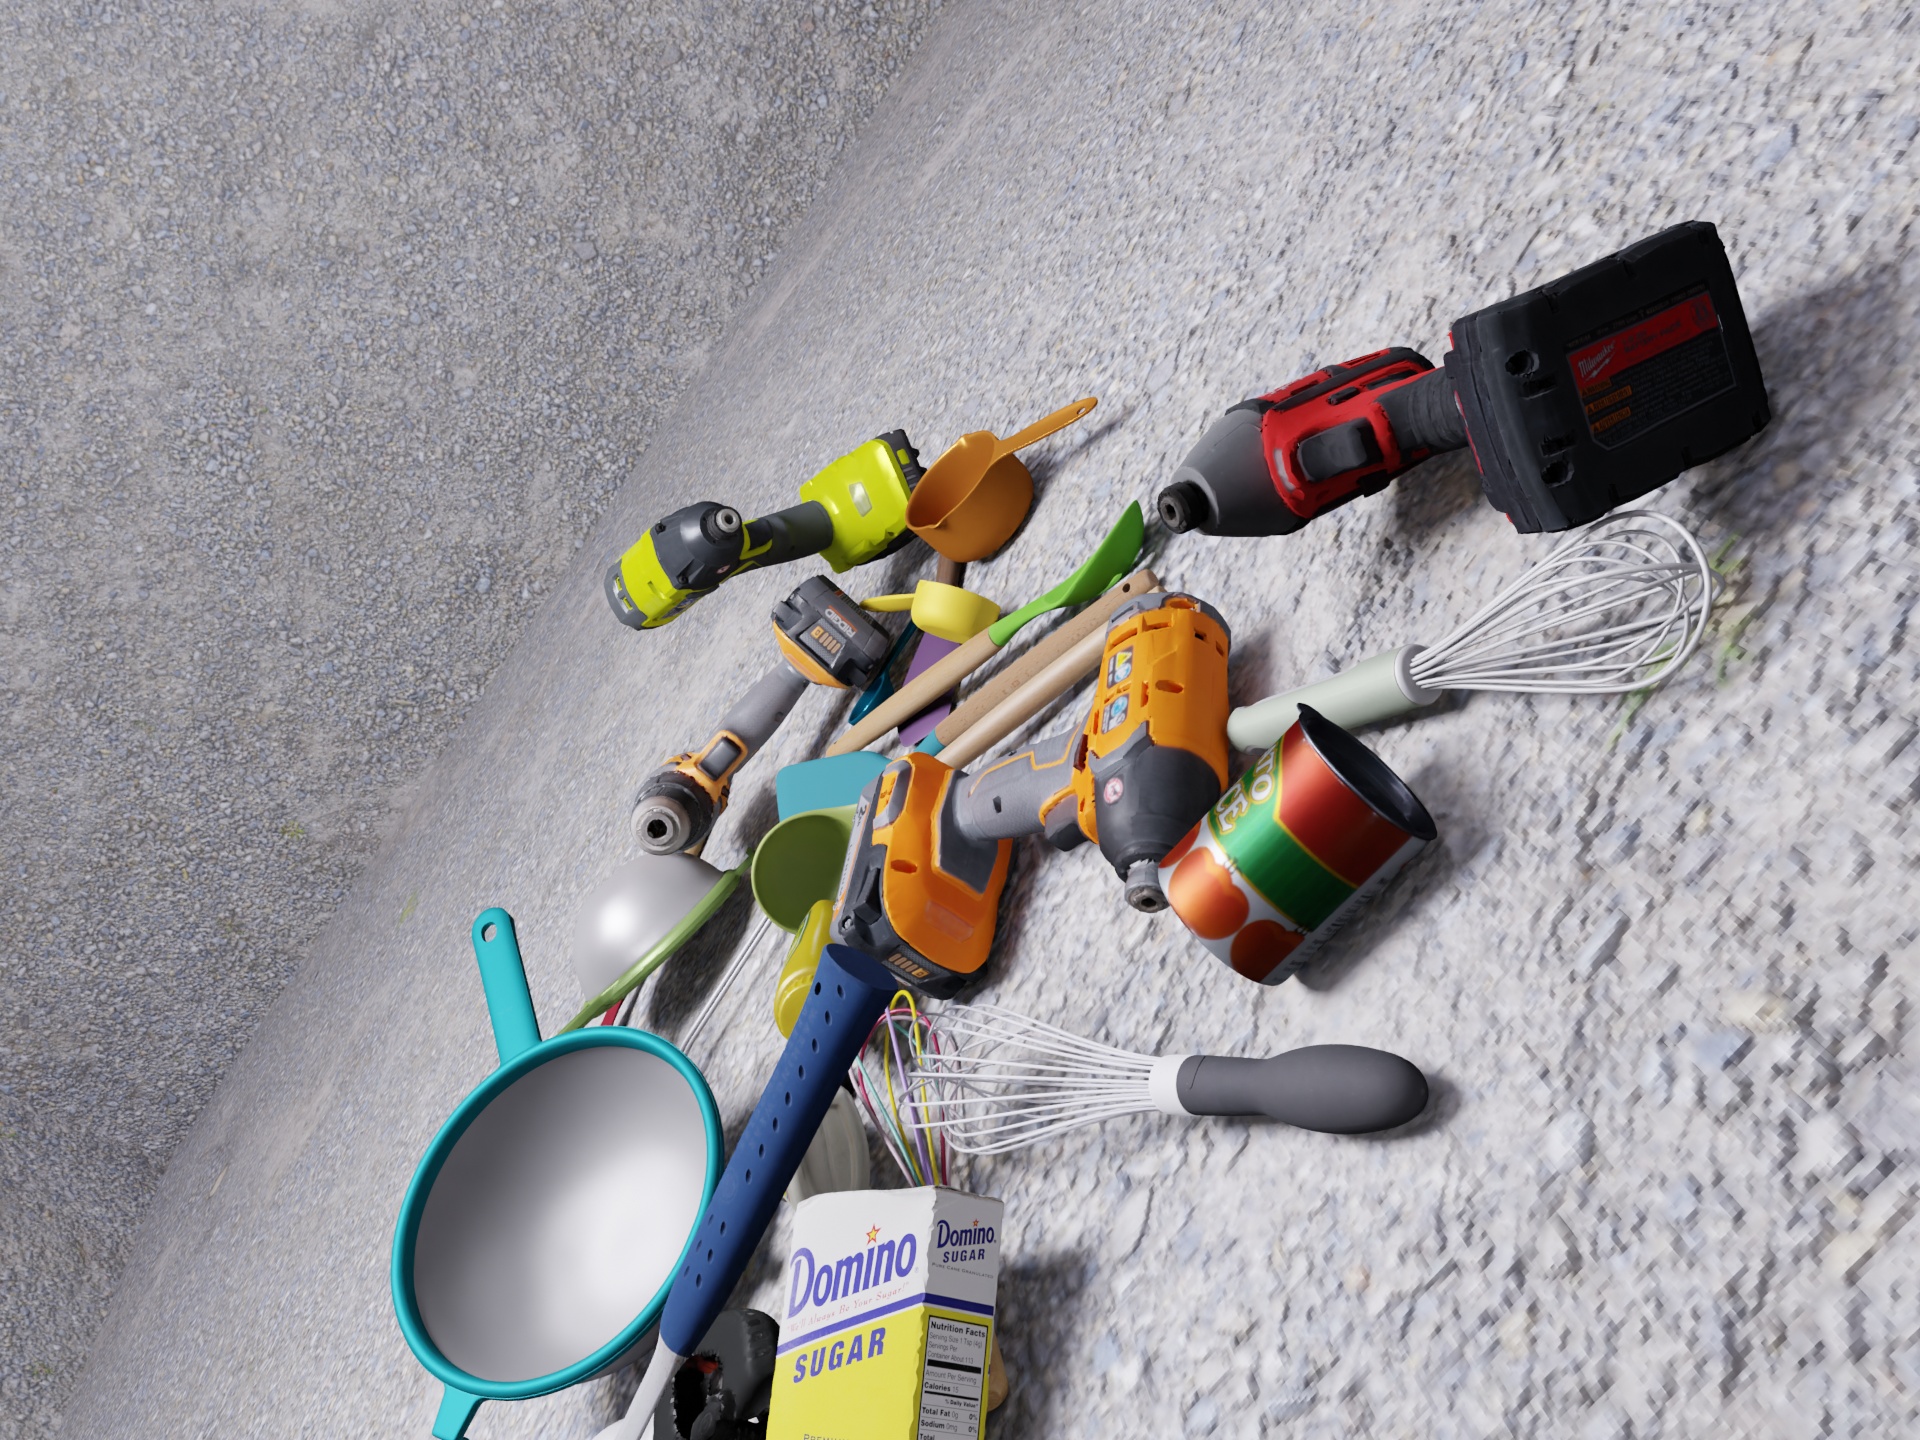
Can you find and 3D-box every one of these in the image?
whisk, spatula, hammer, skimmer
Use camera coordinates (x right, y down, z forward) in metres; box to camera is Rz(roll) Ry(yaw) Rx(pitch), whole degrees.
[{"bbox_3d":[0.180,-0.020,0.606,0.246,0.057,0.059,-25,69,60],"label":"whisk"},{"bbox_3d":[-0.002,-0.003,0.963,0.317,0.044,0.082,-38,54,37],"label":"spatula"},{"bbox_3d":[-0.129,0.289,0.711,0.405,0.035,0.144,-64,28,7],"label":"hammer"},{"bbox_3d":[-0.014,0.205,0.723,0.047,0.051,0.245,-46,27,13],"label":"whisk"},{"bbox_3d":[-0.011,-0.101,1.141,0.060,0.018,0.316,-33,33,35],"label":"spatula"},{"bbox_3d":[0.064,0.143,0.624,0.284,0.070,0.070,-15,47,53],"label":"whisk"},{"bbox_3d":[-0.181,0.159,1.065,0.363,0.090,0.127,-56,-10,-1],"label":"skimmer"}]

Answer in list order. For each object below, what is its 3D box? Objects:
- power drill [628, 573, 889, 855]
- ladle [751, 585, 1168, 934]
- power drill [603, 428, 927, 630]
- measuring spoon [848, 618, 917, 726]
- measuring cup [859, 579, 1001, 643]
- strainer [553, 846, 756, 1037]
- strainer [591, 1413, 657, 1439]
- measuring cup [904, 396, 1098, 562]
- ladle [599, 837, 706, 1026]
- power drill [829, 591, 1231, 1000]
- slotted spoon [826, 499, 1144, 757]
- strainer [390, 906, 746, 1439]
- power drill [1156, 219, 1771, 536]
[{"bbox_3d":[-0.151,0.003,1.137,0.226,0.084,0.185,-48,5,3],"label":"power drill"},{"bbox_3d":[-0.003,0.025,0.917,0.320,0.078,0.062,-38,13,28],"label":"ladle"},{"bbox_3d":[-0.132,-0.139,1.159,0.223,0.080,0.171,-24,0,-34],"label":"power drill"},{"bbox_3d":[-0.040,-0.042,1.138,0.042,0.021,0.129,-31,25,57],"label":"measuring spoon"},{"bbox_3d":[-0.031,-0.069,1.076,0.156,0.062,0.029,2,74,58],"label":"measuring cup"},{"bbox_3d":[-0.261,0.168,1.126,0.151,0.069,0.256,-37,6,41],"label":"strainer"},{"bbox_3d":[-0.168,0.428,0.757,0.259,0.050,0.086,-102,32,-55],"label":"strainer"},{"bbox_3d":[0.040,-0.166,1.087,0.173,0.052,0.095,-23,38,38],"label":"measuring cup"},{"bbox_3d":[-0.255,0.179,1.277,0.069,0.031,0.316,-25,37,56],"label":"ladle"},{"bbox_3d":[0.036,0.052,0.768,0.226,0.084,0.164,-34,32,38],"label":"power drill"},{"bbox_3d":[0.008,-0.042,0.993,0.313,0.031,0.070,-35,12,42],"label":"slotted spoon"},{"bbox_3d":[-0.235,0.252,0.958,0.211,0.095,0.341,-32,45,0],"label":"strainer"},{"bbox_3d":[0.179,-0.116,0.622,0.143,0.078,0.220,-26,11,-22],"label":"power drill"}]
